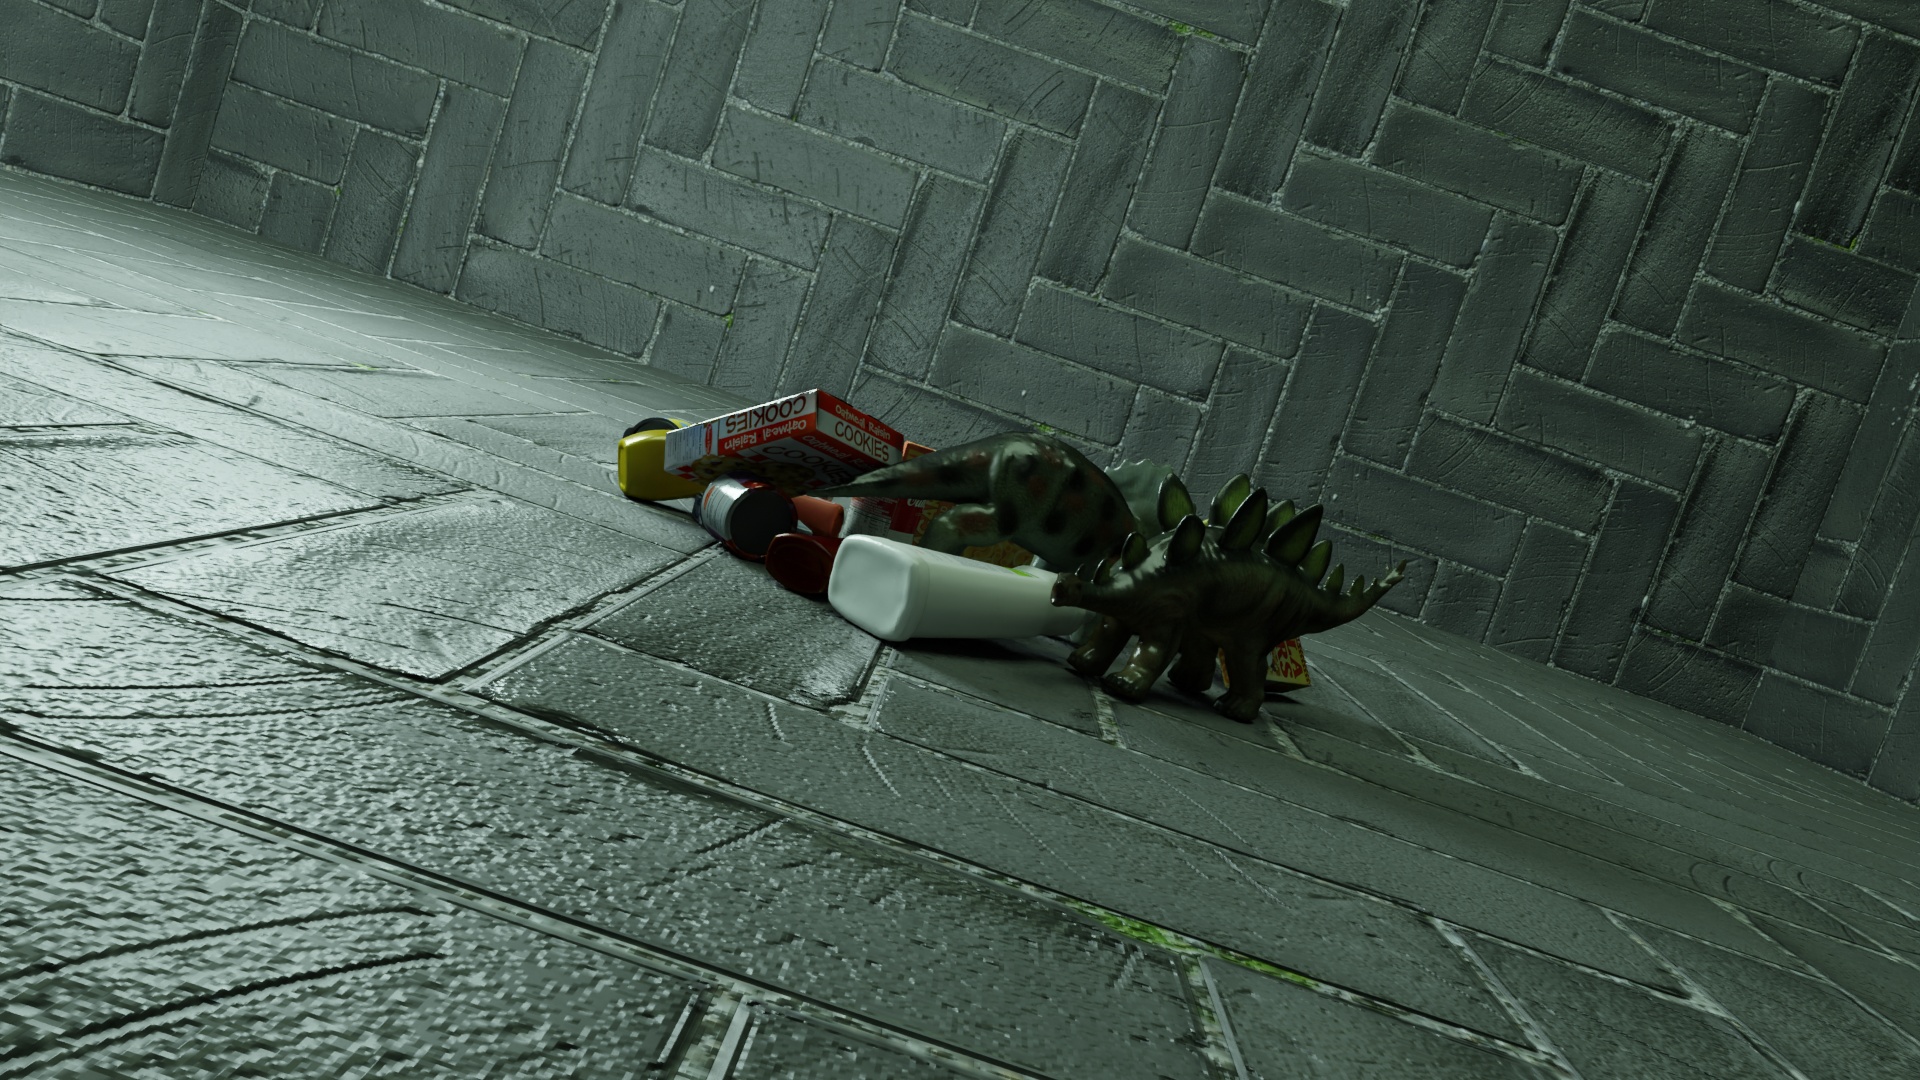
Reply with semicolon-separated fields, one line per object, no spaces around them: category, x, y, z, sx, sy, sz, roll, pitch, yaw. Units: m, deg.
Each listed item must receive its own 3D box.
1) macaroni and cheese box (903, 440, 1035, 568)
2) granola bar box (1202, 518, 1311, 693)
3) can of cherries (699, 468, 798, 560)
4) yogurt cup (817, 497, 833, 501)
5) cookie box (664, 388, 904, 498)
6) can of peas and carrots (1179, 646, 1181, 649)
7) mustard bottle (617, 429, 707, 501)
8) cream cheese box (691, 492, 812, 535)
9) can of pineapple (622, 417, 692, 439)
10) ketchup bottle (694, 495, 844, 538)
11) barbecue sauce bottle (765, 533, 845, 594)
macaroni and cheese box;0.005;-0.018;1.412;0.166;0.123;0.040;18;3;-8
granola bar box;0.286;0.065;1.372;0.039;0.166;0.124;-22;-21;33
can of cherries;-0.176;-0.021;1.169;0.071;0.071;0.058;15;7;-34
yogurt cup;-0.176;-0.047;1.425;0.054;0.072;0.072;13;1;39
cookie box;-0.152;-0.078;1.207;0.167;0.040;0.123;-12;-20;30
can of peas and carrots;0.238;0.084;1.483;0.059;0.071;0.071;22;6;33
mustard bottle;-0.238;-0.071;1.302;0.160;0.065;0.049;-3;13;-27
cream cheese box;-0.191;-0.016;1.275;0.104;0.024;0.053;16;5;-22
can of pineapple;-0.306;-0.095;1.438;0.071;0.071;0.058;19;5;8
ketchup bottle;-0.189;-0.035;1.354;0.149;0.043;0.064;18;-13;4
barbecue sauce bottle;-0.098;0.020;1.141;0.065;0.043;0.148;22;6;21
